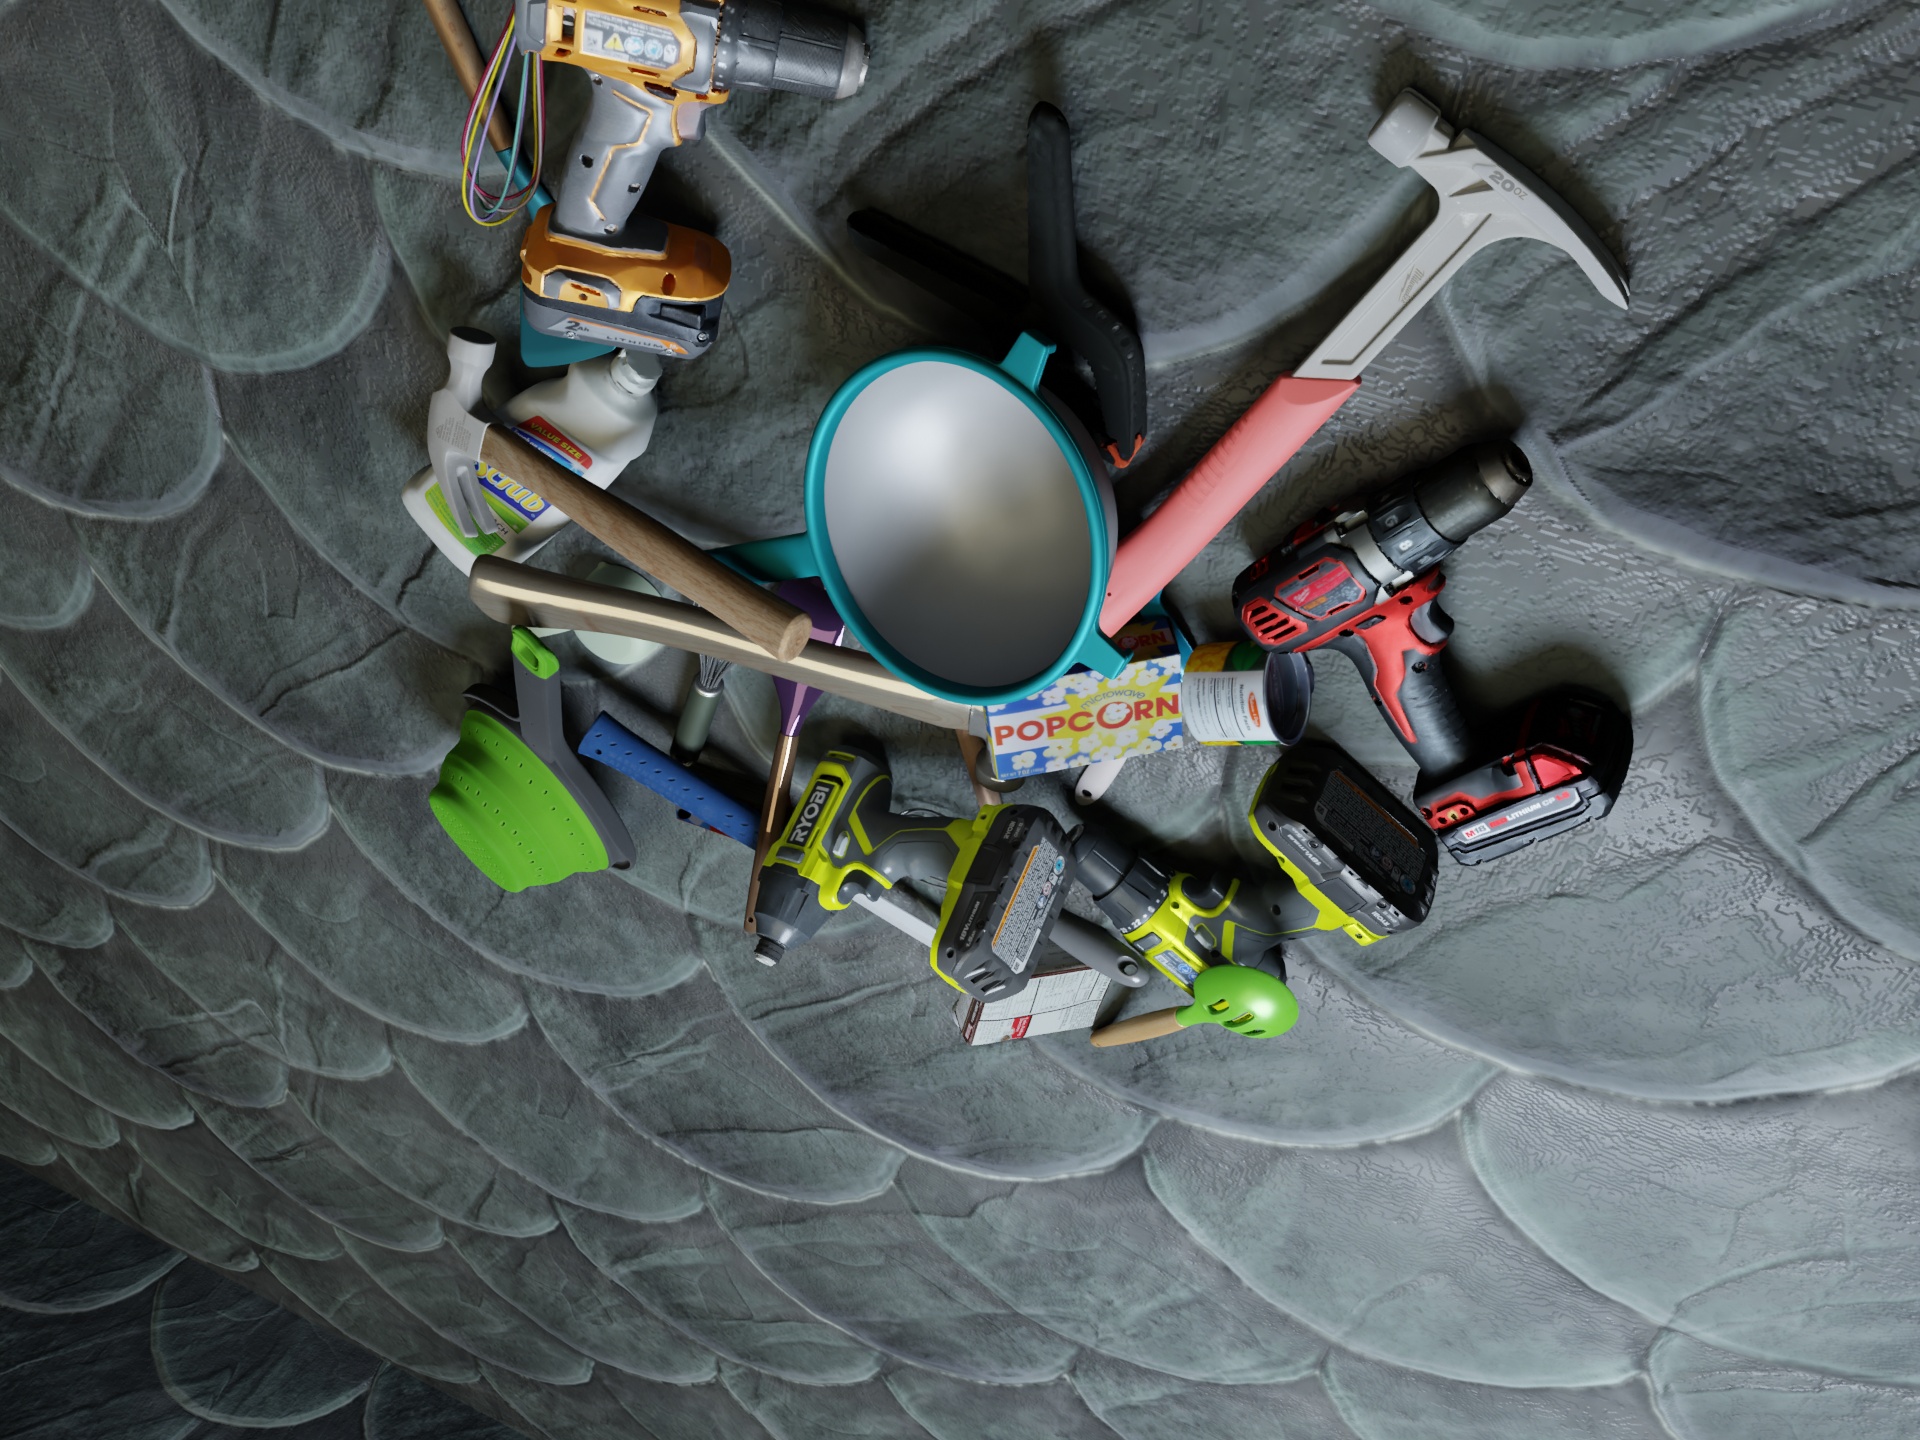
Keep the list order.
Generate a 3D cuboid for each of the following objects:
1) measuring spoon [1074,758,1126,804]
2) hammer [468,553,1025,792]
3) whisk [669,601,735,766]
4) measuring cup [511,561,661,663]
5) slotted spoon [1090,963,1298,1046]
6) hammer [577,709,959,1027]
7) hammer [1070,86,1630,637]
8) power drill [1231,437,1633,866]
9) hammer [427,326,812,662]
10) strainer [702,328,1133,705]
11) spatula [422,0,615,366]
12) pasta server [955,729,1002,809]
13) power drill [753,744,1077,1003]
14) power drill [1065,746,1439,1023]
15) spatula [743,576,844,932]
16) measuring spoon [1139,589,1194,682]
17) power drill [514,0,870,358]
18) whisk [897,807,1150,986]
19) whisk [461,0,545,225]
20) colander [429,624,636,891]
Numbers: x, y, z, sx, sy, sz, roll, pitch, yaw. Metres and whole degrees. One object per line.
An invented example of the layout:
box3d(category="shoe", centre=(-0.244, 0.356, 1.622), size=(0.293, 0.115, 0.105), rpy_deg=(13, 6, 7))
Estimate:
box3d(category="measuring spoon", centre=(0.106, 0.027, 1.111), size=(0.034, 0.018, 0.124), rpy_deg=(32, 137, 2))
box3d(category="hammer", centre=(-0.144, -0.059, 1.092), size=(0.410, 0.038, 0.146), rpy_deg=(15, 135, 7))
box3d(category="whisk", centre=(-0.191, -0.034, 1.216), size=(0.057, 0.059, 0.246), rpy_deg=(19, 143, -9))
box3d(category="measuring cup", centre=(-0.303, -0.073, 1.250), size=(0.167, 0.038, 0.083), rpy_deg=(-8, 123, 33))
box3d(category="slotted spoon", centre=(0.157, 0.223, 1.176), size=(0.070, 0.031, 0.313), rpy_deg=(37, 157, -4))
box3d(category="hammer", centre=(-0.120, 0.110, 1.275), size=(0.405, 0.035, 0.144), rpy_deg=(32, 133, -5))
box3d(category="hammer", centre=(0.181, -0.156, 0.873), size=(0.149, 0.037, 0.359), rpy_deg=(38, 132, -4))
box3d(category="power drill", centre=(0.287, -0.041, 0.904), size=(0.226, 0.080, 0.188), rpy_deg=(48, 135, -10))
box3d(category="hammer", centre=(-0.231, -0.130, 1.042), size=(0.331, 0.031, 0.130), rpy_deg=(33, 119, 21))
box3d(category="strainer", centre=(-0.033, -0.118, 0.978), size=(0.340, 0.095, 0.211), rpy_deg=(-4, 108, 40))
box3d(category="spatula", centre=(-0.296, -0.375, 0.978), size=(0.082, 0.044, 0.317), rpy_deg=(-3, 125, 29))
box3d(category="pasta server", centre=(-0.002, -0.004, 1.134), size=(0.060, 0.040, 0.316), rpy_deg=(-1, 128, 22))
box3d(category="power drill", centre=(-0.043, 0.116, 1.141), size=(0.223, 0.171, 0.080), rpy_deg=(10, 156, 37))
box3d(category="power drill", centre=(0.191, 0.110, 1.092), size=(0.190, 0.080, 0.228), rpy_deg=(41, 139, -9))
box3d(category="spatula", centre=(-0.135, 0.030, 1.201), size=(0.060, 0.018, 0.315), rpy_deg=(21, 118, 14))
box3d(category="measuring spoon", centre=(0.130, -0.067, 1.020), size=(0.042, 0.021, 0.128), rpy_deg=(-14, 128, 30))
box3d(category="power drill", centre=(-0.159, -0.319, 0.903), size=(0.185, 0.084, 0.226), rpy_deg=(7, 140, -12))
box3d(category="whisk", centre=(0.039, 0.134, 1.185), size=(0.239, 0.055, 0.055), rpy_deg=(29, 139, 27))
box3d(category="whisk", centre=(-0.247, -0.399, 0.909), size=(0.047, 0.051, 0.244), rpy_deg=(3, 128, -29))
box3d(category="colander", centre=(-0.358, 0.043, 1.257), size=(0.204, 0.094, 0.397), rpy_deg=(43, 155, 8))
